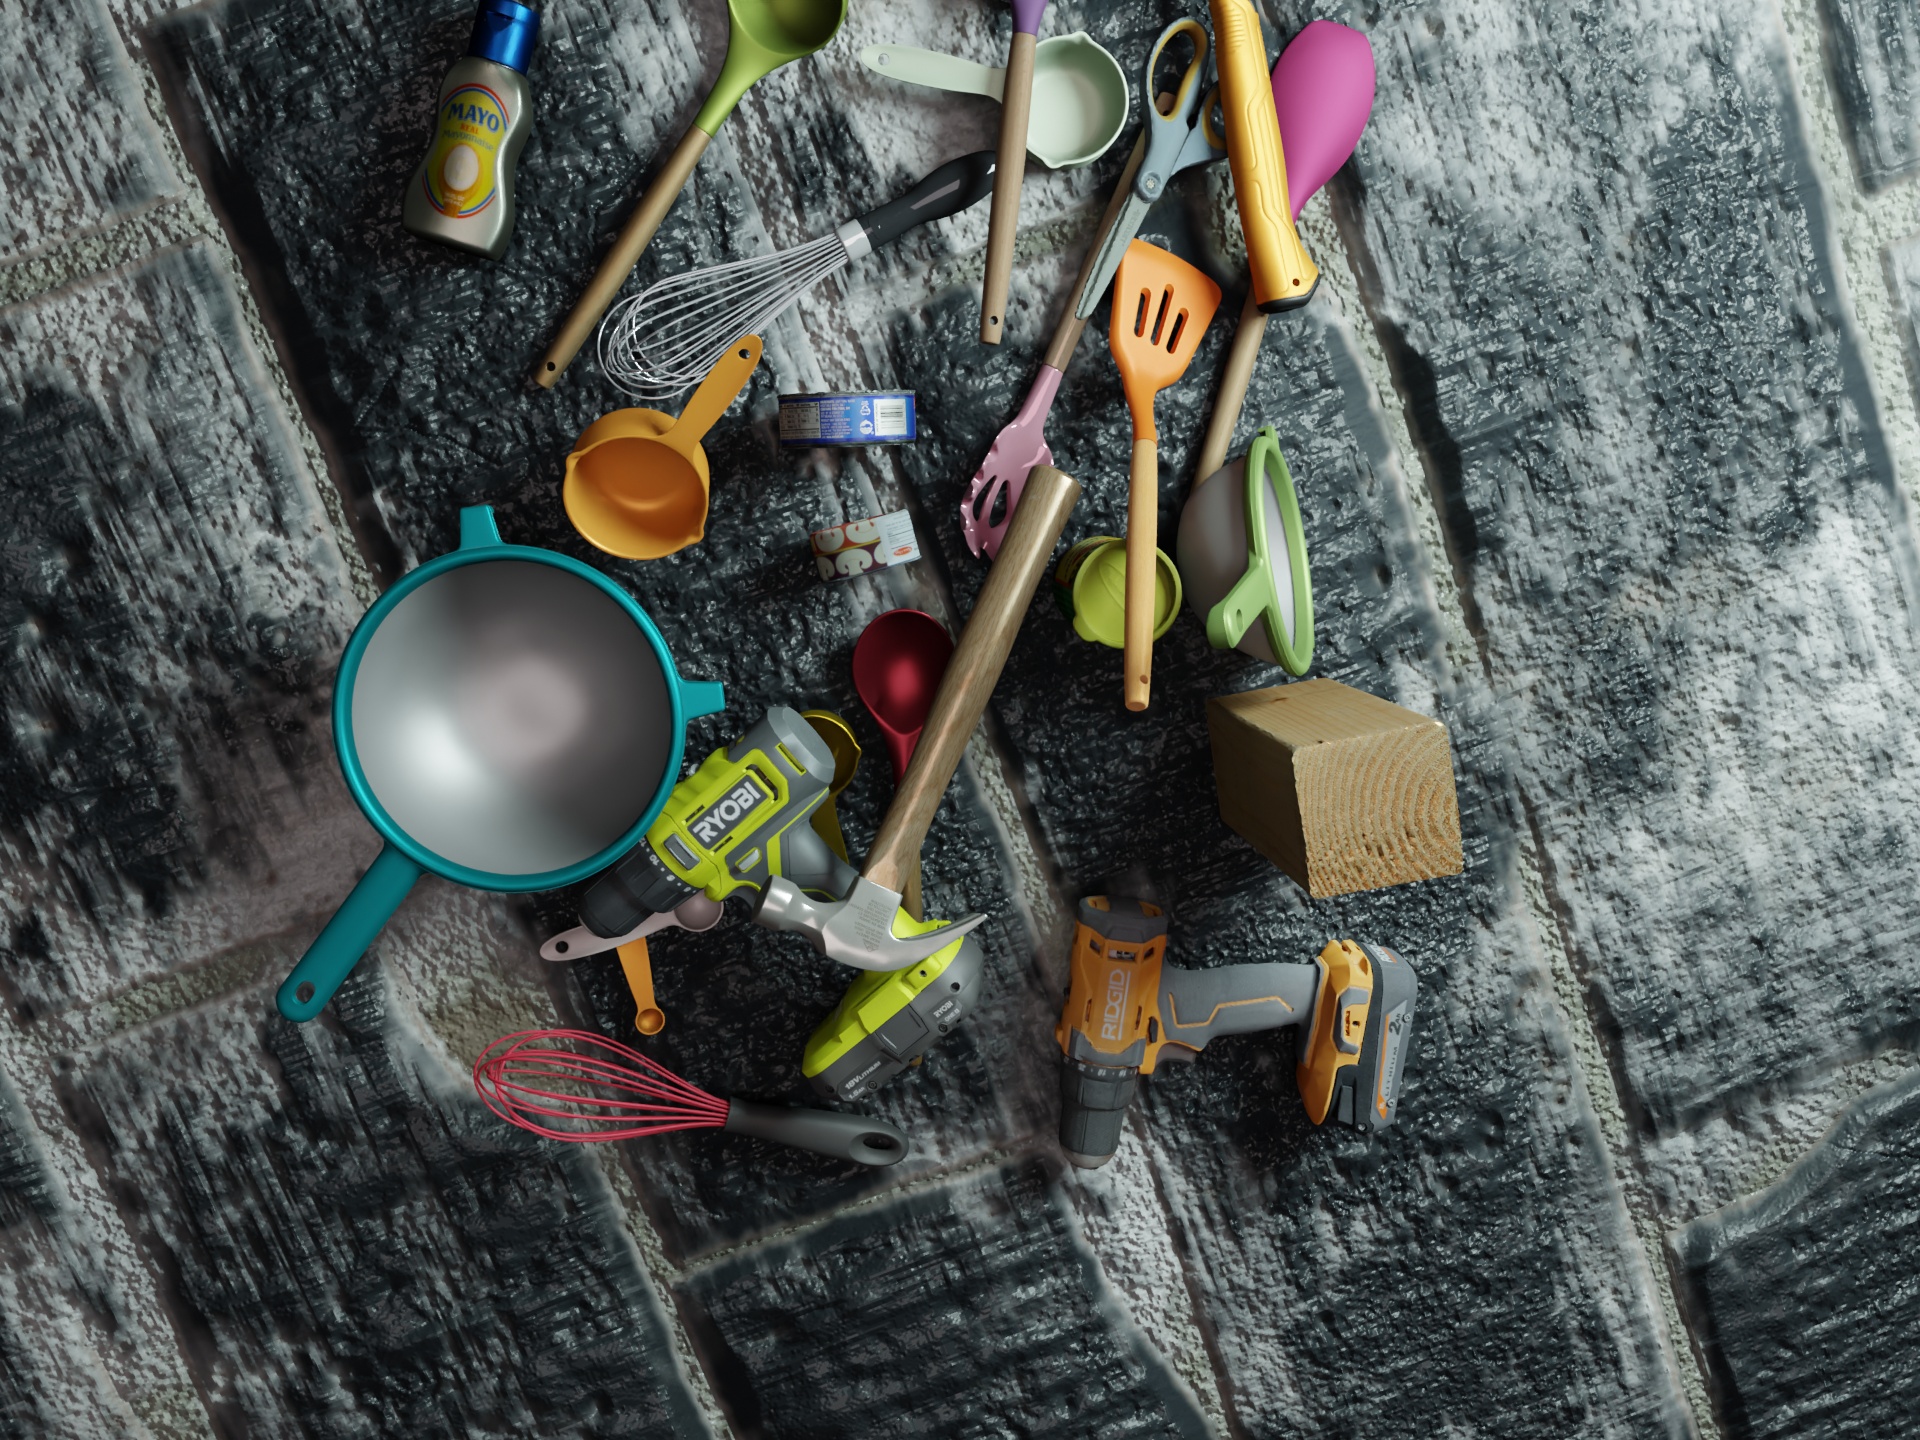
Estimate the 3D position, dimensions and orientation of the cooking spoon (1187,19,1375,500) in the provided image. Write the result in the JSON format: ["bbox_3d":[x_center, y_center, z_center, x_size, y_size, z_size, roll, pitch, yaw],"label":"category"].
[{"bbox_3d":[0.199,-0.289,1.026,0.068,0.017,0.319,15,97,-5],"label":"cooking spoon"}]

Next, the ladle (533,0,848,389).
[{"bbox_3d":[-0.174,-0.340,0.973,0.078,0.062,0.320,34,97,-8],"label":"ladle"}]

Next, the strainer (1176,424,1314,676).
[{"bbox_3d":[0.157,-0.082,0.956,0.069,0.256,0.151,-8,105,23],"label":"strainer"}]

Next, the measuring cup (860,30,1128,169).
[{"bbox_3d":[0.021,-0.392,0.990,0.167,0.038,0.083,12,96,-2],"label":"measuring cup"}]

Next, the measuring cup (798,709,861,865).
[{"bbox_3d":[-0.088,0.067,1.057,0.062,0.029,0.156,-7,107,3],"label":"measuring cup"}]

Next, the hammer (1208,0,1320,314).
[{"bbox_3d":[0.164,-0.418,0.973,0.127,0.034,0.337,-15,98,-22],"label":"hammer"}]

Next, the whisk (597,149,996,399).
[{"bbox_3d":[-0.095,-0.282,0.989,0.284,0.070,0.070,-29,100,-4],"label":"whisk"}]

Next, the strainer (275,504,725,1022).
[{"bbox_3d":[-0.311,0.045,1.001,0.211,0.095,0.340,38,96,-6],"label":"strainer"}]

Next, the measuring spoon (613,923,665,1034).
[{"bbox_3d":[-0.220,0.154,1.067,0.021,0.011,0.117,-14,96,-12],"label":"measuring spoon"}]

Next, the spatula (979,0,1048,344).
[{"bbox_3d":[0.033,-0.387,0.961,0.059,0.018,0.316,5,96,-8],"label":"spatula"}]

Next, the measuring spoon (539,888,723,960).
[{"bbox_3d":[-0.218,0.135,1.055,0.124,0.018,0.034,-16,98,-5],"label":"measuring spoon"}]

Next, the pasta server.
[{"bbox_3d":[0.073,-0.249,1.013,0.060,0.040,0.316,21,95,-29],"label":"pasta server"}]

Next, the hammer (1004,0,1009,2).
[{"bbox_3d":[0.033,-0.652,0.950,0.144,0.035,0.405,16,97,-7],"label":"hammer"}]

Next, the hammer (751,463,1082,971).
[{"bbox_3d":[-0.002,-0.003,0.975,0.130,0.031,0.331,26,82,-12],"label":"hammer"}]

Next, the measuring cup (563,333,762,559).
[{"bbox_3d":[-0.173,-0.178,0.970,0.095,0.052,0.173,31,118,-26],"label":"measuring cup"}]

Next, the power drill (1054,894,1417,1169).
[{"bbox_3d":[0.176,0.223,1.072,0.226,0.084,0.185,8,98,-1],"label":"power drill"}]

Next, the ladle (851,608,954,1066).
[{"bbox_3d":[-0.034,0.081,1.060,0.069,0.031,0.315,-1,100,1],"label":"ladle"}]

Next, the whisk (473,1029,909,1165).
[{"bbox_3d":[-0.176,0.260,1.064,0.295,0.073,0.073,14,97,-13],"label":"whisk"}]

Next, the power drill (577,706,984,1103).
[{"bbox_3d":[-0.114,0.130,1.019,0.190,0.080,0.228,-40,98,9],"label":"power drill"}]

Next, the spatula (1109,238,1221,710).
[{"bbox_3d":[0.115,-0.150,0.953,0.081,0.041,0.323,21,57,-24],"label":"spatula"}]
